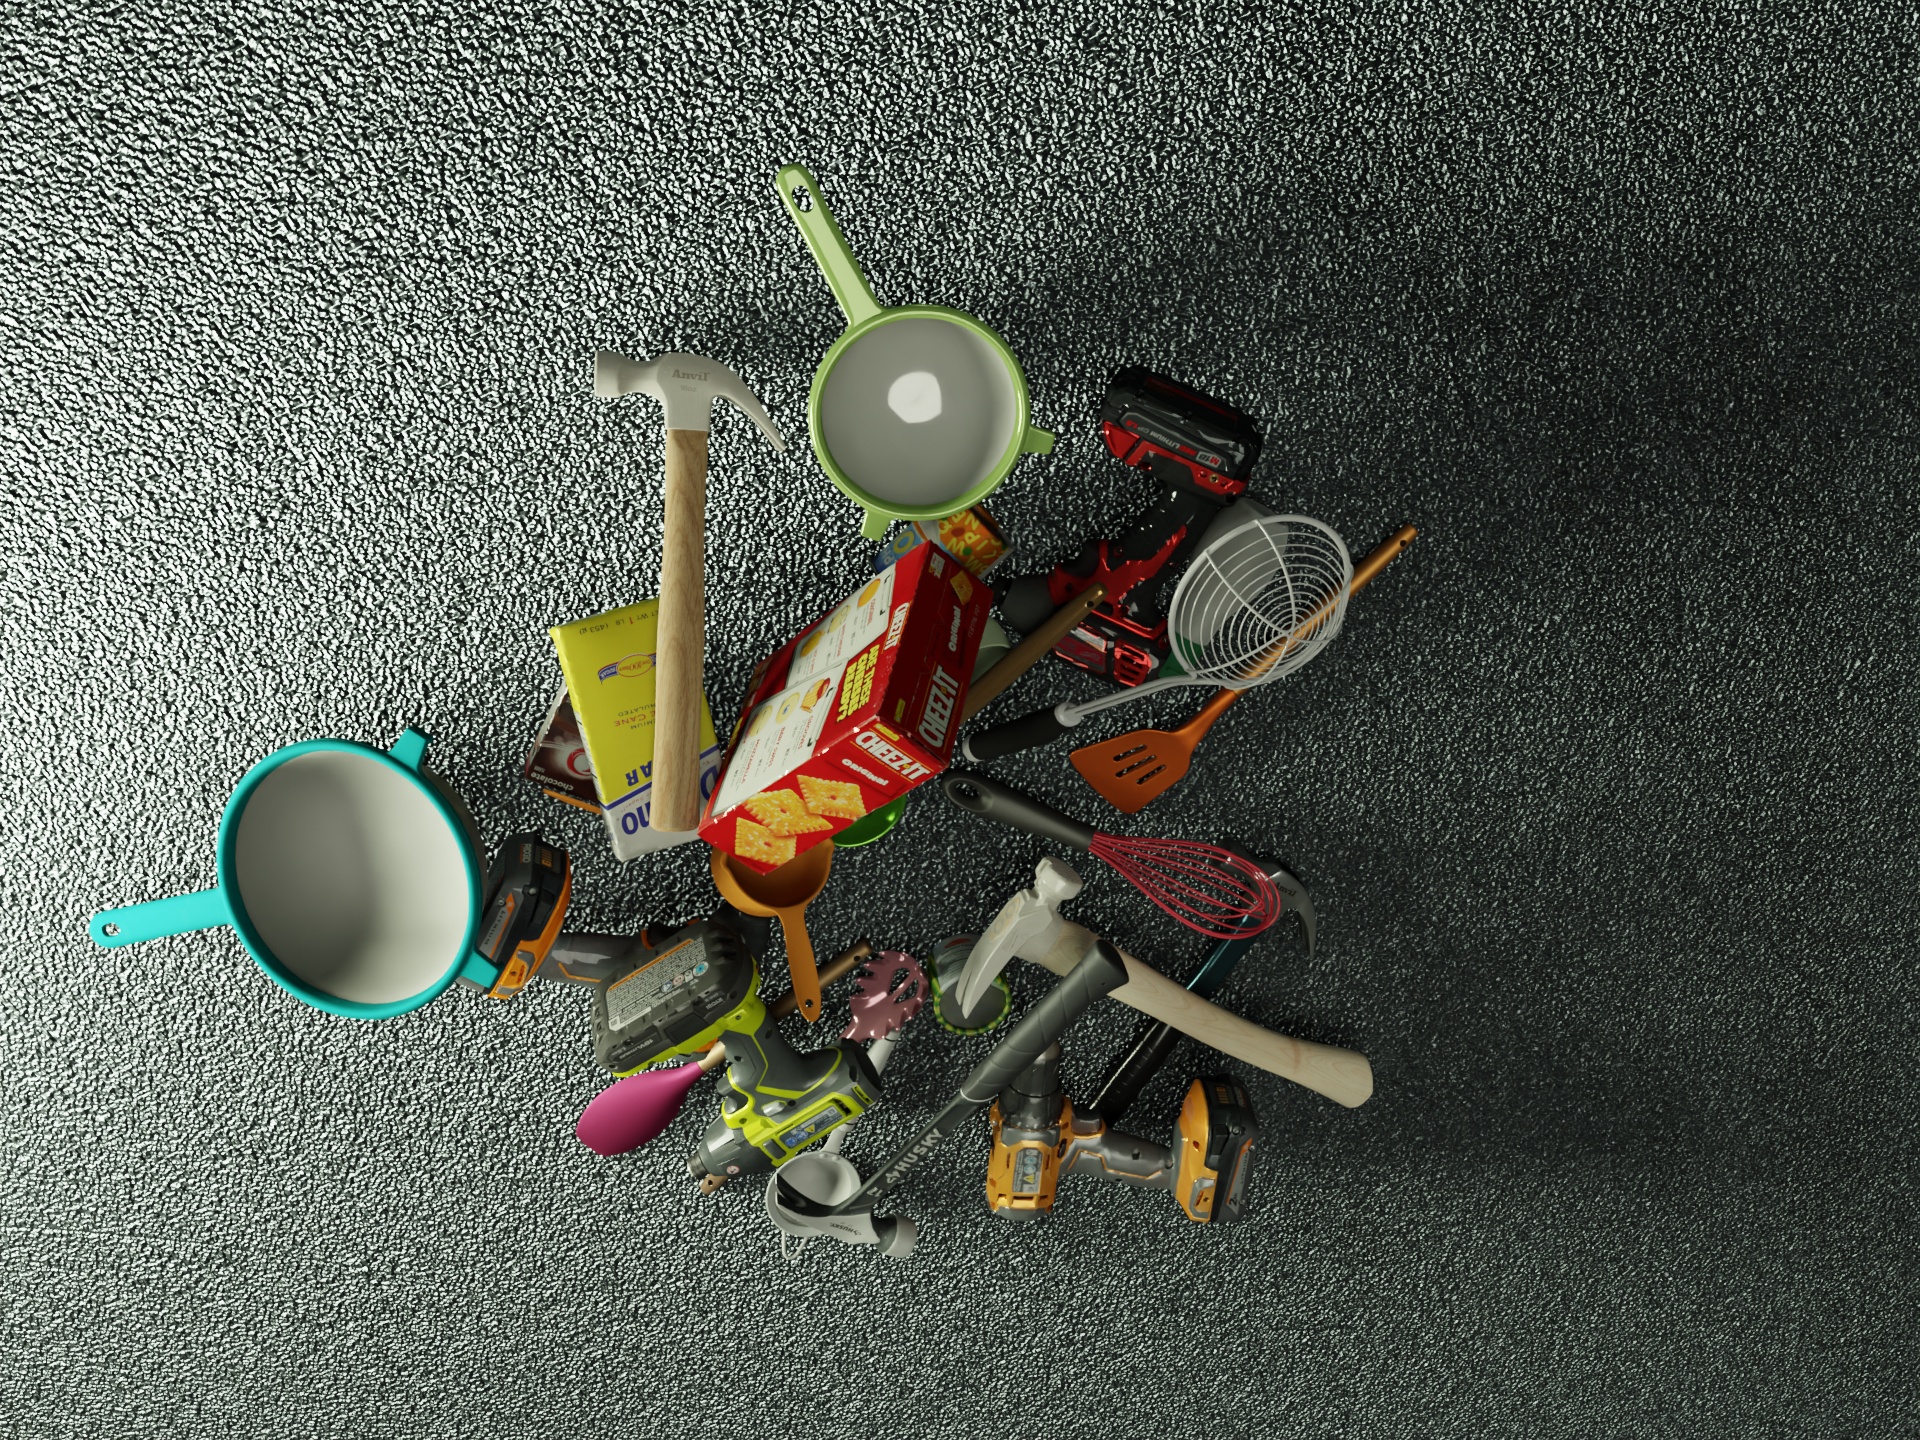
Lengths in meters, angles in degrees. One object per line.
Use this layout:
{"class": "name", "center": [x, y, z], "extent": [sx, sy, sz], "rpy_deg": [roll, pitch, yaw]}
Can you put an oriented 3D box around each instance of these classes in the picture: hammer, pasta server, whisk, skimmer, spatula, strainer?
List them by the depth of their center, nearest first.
{"class": "strainer", "center": [-0.054, -0.260, 1.077], "extent": [0.151, 0.069, 0.256], "rpy_deg": [-27, 116, 8]}
{"class": "hammer", "center": [-0.192, -0.086, 1.110], "extent": [0.130, 0.031, 0.331], "rpy_deg": [1, 98, -12]}
{"class": "skimmer", "center": [0.118, -0.045, 1.128], "extent": [0.127, 0.090, 0.363], "rpy_deg": [18, 157, -32]}
{"class": "strainer", "center": [-0.491, 0.120, 1.198], "extent": [0.340, 0.095, 0.211], "rpy_deg": [-12, 99, 16]}
{"class": "spatula", "center": [0.230, -0.044, 1.257], "extent": [0.322, 0.041, 0.081], "rpy_deg": [-43, 115, 9]}
{"class": "whisk", "center": [0.121, 0.104, 1.279], "extent": [0.296, 0.073, 0.073], "rpy_deg": [23, 112, -4]}
{"class": "hammer", "center": [-0.001, 0.313, 1.309], "extent": [0.149, 0.036, 0.408], "rpy_deg": [25, 122, -26]}
{"class": "hammer", "center": [0.189, 0.255, 1.346], "extent": [0.410, 0.038, 0.146], "rpy_deg": [29, 105, -25]}
{"class": "pasta server", "center": [-0.131, 0.310, 1.374], "extent": [0.060, 0.040, 0.316], "rpy_deg": [48, 109, 16]}
{"class": "hammer", "center": [0.191, 0.255, 1.397], "extent": [0.128, 0.033, 0.331], "rpy_deg": [27, 110, -19]}
{"class": "strainer", "center": [-0.104, 0.359, 1.403], "extent": [0.086, 0.050, 0.258], "rpy_deg": [20, 107, -21]}

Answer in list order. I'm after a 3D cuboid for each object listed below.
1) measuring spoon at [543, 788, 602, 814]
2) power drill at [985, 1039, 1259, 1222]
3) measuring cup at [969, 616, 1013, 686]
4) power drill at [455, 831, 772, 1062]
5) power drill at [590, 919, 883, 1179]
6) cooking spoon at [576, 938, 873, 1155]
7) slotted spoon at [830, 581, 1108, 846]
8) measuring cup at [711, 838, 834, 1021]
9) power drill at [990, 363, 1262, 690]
{"class": "measuring spoon", "center": [-0.273, 0.075, 1.222], "extent": [0.116, 0.021, 0.011], "rpy_deg": [28, 78, -42]}
{"class": "power drill", "center": [0.138, 0.349, 1.378], "extent": [0.226, 0.084, 0.185], "rpy_deg": [3, 114, -3]}
{"class": "measuring cup", "center": [-0.032, -0.028, 1.216], "extent": [0.167, 0.038, 0.083], "rpy_deg": [-36, 156, 31]}
{"class": "power drill", "center": [-0.266, 0.171, 1.261], "extent": [0.226, 0.084, 0.164], "rpy_deg": [24, 111, -24]}
{"class": "power drill", "center": [-0.186, 0.273, 1.258], "extent": [0.171, 0.080, 0.223], "rpy_deg": [-31, 127, 4]}
{"class": "cooking spoon", "center": [-0.201, 0.280, 1.359], "extent": [0.319, 0.017, 0.068], "rpy_deg": [-37, 117, 11]}
{"class": "slotted spoon", "center": [-0.002, -0.004, 1.202], "extent": [0.070, 0.031, 0.313], "rpy_deg": [35, 121, -24]}
{"class": "measuring cup", "center": [-0.141, 0.150, 1.235], "extent": [0.095, 0.052, 0.174], "rpy_deg": [-8, 79, -30]}
{"class": "power drill", "center": [0.116, -0.136, 1.155], "extent": [0.143, 0.079, 0.219], "rpy_deg": [25, 118, 2]}
